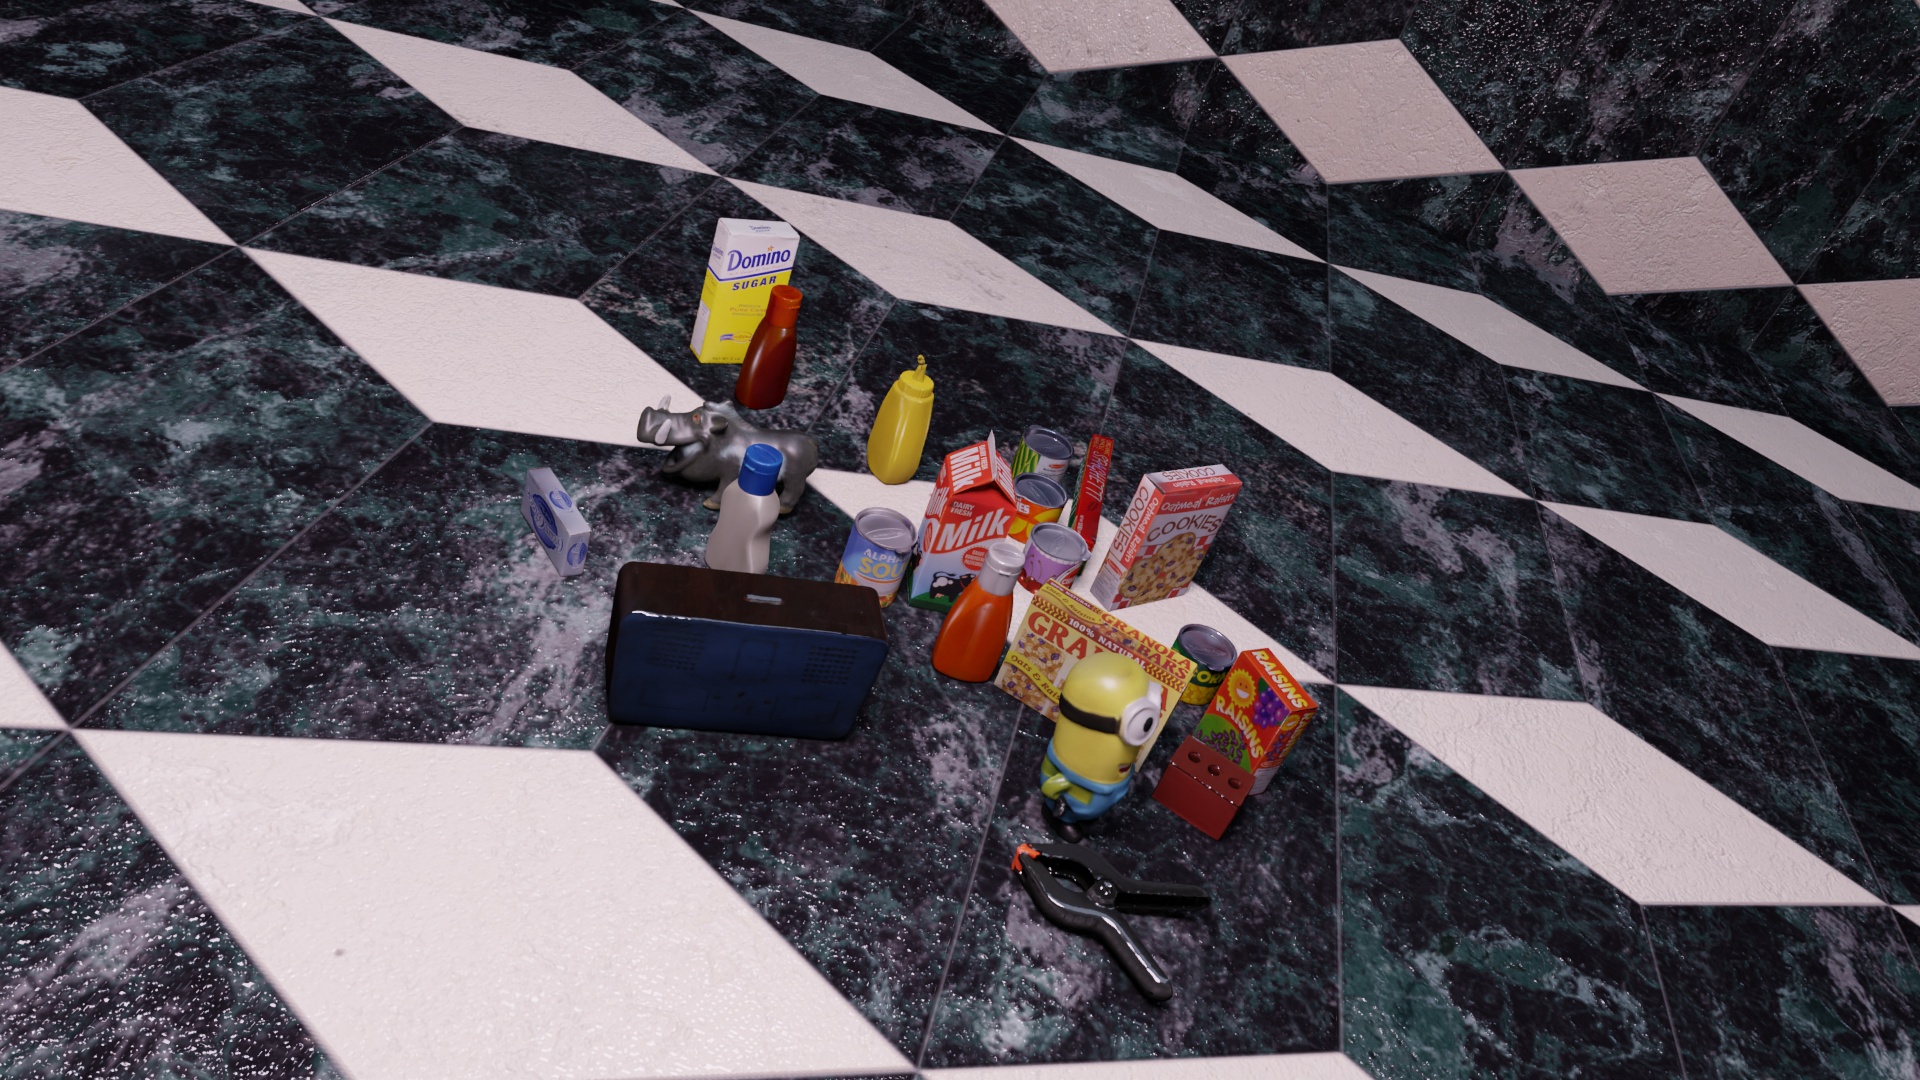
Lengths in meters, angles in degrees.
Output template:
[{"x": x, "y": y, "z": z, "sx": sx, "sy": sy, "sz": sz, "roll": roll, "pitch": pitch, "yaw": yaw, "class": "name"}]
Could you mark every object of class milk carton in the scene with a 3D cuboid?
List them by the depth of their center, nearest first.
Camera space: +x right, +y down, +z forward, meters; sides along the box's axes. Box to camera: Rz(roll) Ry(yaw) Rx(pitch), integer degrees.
[{"x": 0.005, "y": -0.018, "z": 1.416, "sx": 0.073, "sy": 0.189, "sz": 0.073, "roll": 12, "pitch": 35, "yaw": -14, "class": "milk carton"}]

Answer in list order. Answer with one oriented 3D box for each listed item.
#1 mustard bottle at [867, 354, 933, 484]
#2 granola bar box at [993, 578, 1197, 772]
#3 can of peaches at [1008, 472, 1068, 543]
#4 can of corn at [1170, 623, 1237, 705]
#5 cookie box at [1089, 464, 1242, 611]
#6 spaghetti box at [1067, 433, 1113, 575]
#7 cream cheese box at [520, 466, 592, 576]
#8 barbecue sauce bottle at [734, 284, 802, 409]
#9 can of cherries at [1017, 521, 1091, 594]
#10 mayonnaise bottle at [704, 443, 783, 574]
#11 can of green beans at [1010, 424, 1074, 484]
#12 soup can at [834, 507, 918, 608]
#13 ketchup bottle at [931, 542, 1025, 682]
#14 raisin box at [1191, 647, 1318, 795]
[{"x": -0.062, "y": -0.140, "z": 1.575, "sx": 0.049, "sy": 0.159, "sz": 0.065, "roll": -6, "pitch": 43, "yaw": -34, "class": "mustard bottle"}, {"x": 0.129, "y": 0.130, "z": 1.339, "sx": 0.166, "sy": 0.123, "sz": 0.039, "roll": 31, "pitch": 35, "yaw": 13, "class": "granola bar box"}, {"x": 0.081, "y": -0.036, "z": 1.600, "sx": 0.071, "sy": 0.057, "sz": 0.071, "roll": 15, "pitch": 35, "yaw": -10, "class": "can of peaches"}, {"x": 0.249, "y": 0.132, "z": 1.459, "sx": 0.071, "sy": 0.058, "sz": 0.071, "roll": 15, "pitch": 35, "yaw": -10, "class": "can of corn"}, {"x": 0.227, "y": -0.003, "z": 1.536, "sx": 0.123, "sy": 0.166, "sz": 0.040, "roll": -9, "pitch": 44, "yaw": -37, "class": "cookie box"}, {"x": 0.152, "y": -0.048, "z": 1.661, "sx": 0.029, "sy": 0.050, "sz": 0.251, "roll": 20, "pitch": 34, "yaw": -2, "class": "spaghetti box"}, {"x": -0.387, "y": -0.018, "z": 1.326, "sx": 0.024, "sy": 0.053, "sz": 0.104, "roll": -10, "pitch": 45, "yaw": -38, "class": "cream cheese box"}, {"x": -0.218, "y": -0.225, "z": 1.617, "sx": 0.044, "sy": 0.147, "sz": 0.065, "roll": 41, "pitch": 38, "yaw": 26, "class": "barbecue sauce bottle"}, {"x": 0.101, "y": 0.024, "z": 1.528, "sx": 0.071, "sy": 0.058, "sz": 0.072, "roll": 15, "pitch": 35, "yaw": -10, "class": "can of cherries"}, {"x": -0.206, "y": -0.025, "z": 1.349, "sx": 0.065, "sy": 0.147, "sz": 0.041, "roll": 35, "pitch": 36, "yaw": 20, "class": "mayonnaise bottle"}, {"x": 0.098, "y": -0.096, "z": 1.691, "sx": 0.071, "sy": 0.057, "sz": 0.071, "roll": 15, "pitch": 35, "yaw": -10, "class": "can of green beans"}, {"x": -0.085, "y": 0.020, "z": 1.409, "sx": 0.071, "sy": 0.083, "sz": 0.072, "roll": 15, "pitch": 35, "yaw": -10, "class": "soup can"}, {"x": 0.022, "y": 0.070, "z": 1.341, "sx": 0.065, "sy": 0.148, "sz": 0.044, "roll": 15, "pitch": 35, "yaw": -10, "class": "ketchup bottle"}, {"x": 0.286, "y": 0.178, "z": 1.358, "sx": 0.040, "sy": 0.122, "sz": 0.086, "roll": -2, "pitch": 41, "yaw": -31, "class": "raisin box"}]
